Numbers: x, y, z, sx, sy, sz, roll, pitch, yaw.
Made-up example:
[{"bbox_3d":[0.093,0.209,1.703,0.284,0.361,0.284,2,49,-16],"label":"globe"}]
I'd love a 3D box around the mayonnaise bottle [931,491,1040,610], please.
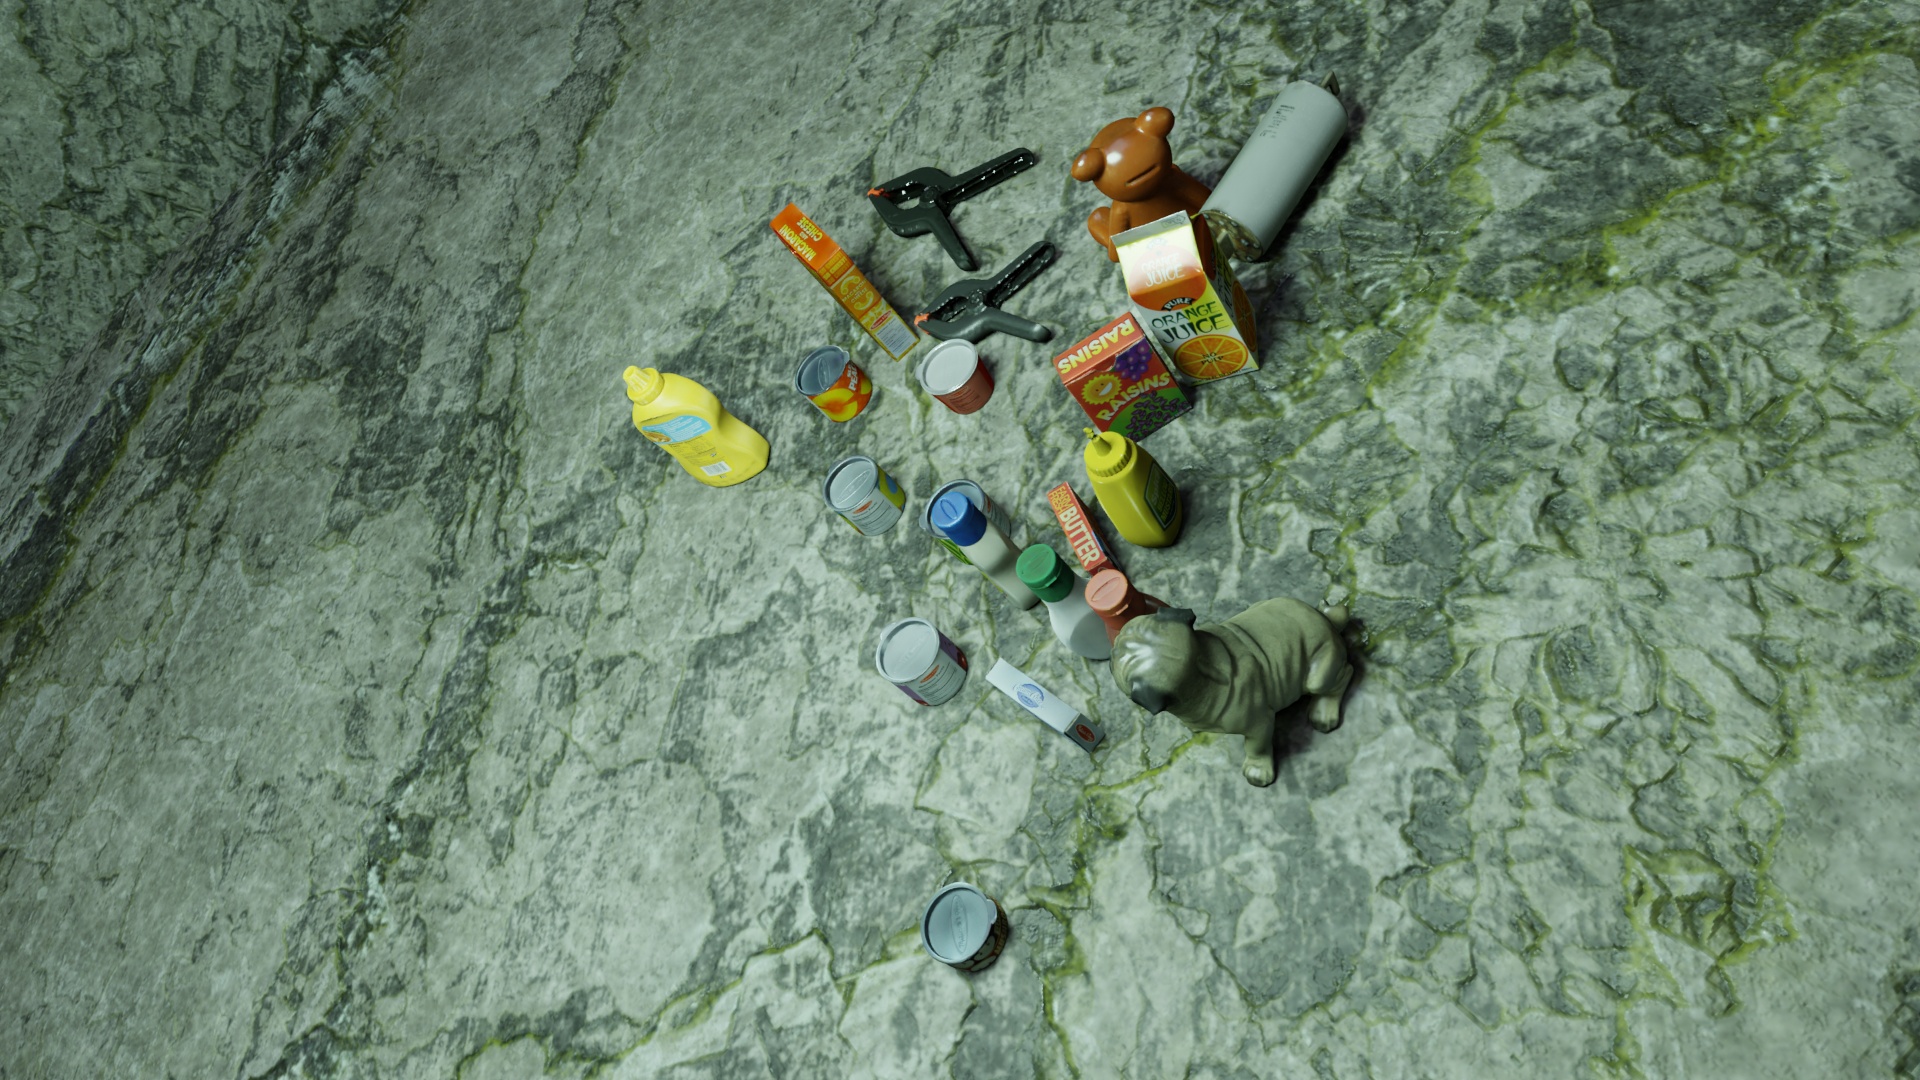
[{"bbox_3d":[0.025,0.007,1.254,0.041,0.147,0.065,-41,48,4],"label":"mayonnaise bottle"}]

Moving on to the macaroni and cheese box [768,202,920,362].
[{"bbox_3d":[-0.127,-0.281,1.522,0.040,0.166,0.124,-44,48,2],"label":"macaroni and cheese box"}]

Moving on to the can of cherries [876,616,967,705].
[{"bbox_3d":[-0.036,0.111,1.287,0.071,0.058,0.072,-16,54,24],"label":"can of cherries"}]

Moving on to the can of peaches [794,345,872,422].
[{"bbox_3d":[-0.138,-0.173,1.532,0.071,0.058,0.071,-16,54,24],"label":"can of peaches"}]

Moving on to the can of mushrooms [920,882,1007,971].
[{"bbox_3d":[0.005,0.319,1.145,0.071,0.033,0.071,-16,54,24],"label":"can of mushrooms"}]

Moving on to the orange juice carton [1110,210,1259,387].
[{"bbox_3d":[0.205,-0.226,1.258,0.071,0.192,0.073,-13,56,26],"label":"orange juice carton"}]

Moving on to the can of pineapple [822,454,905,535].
[{"bbox_3d":[-0.099,-0.047,1.428,0.071,0.057,0.071,-16,54,24],"label":"can of pineapple"}]

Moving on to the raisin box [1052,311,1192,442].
[{"bbox_3d":[0.151,-0.144,1.287,0.086,0.123,0.040,-31,50,13],"label":"raisin box"}]

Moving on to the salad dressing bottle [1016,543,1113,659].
[{"bbox_3d":[0.096,0.052,1.181,0.064,0.147,0.044,-41,48,4],"label":"salad dressing bottle"}]

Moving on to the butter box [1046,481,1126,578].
[{"bbox_3d":[0.116,-0.002,1.266,0.024,0.053,0.104,-33,49,11],"label":"butter box"}]

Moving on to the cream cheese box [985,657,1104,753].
[{"bbox_3d":[0.072,0.143,1.201,0.104,0.053,0.024,32,82,41],"label":"cream cheese box"}]

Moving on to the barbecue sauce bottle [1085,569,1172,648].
[{"bbox_3d":[0.148,0.073,1.134,0.065,0.148,0.044,-39,48,6],"label":"barbecue sauce bottle"}]

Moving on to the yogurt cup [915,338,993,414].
[{"bbox_3d":[-0.001,-0.168,1.445,0.072,0.054,0.073,-16,54,24],"label":"yogurt cup"}]

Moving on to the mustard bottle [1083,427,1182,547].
[{"bbox_3d":[0.145,-0.052,1.207,0.049,0.160,0.065,-1,62,32],"label":"mustard bottle"}]

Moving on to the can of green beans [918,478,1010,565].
[{"bbox_3d":[0.007,-0.017,1.342,0.071,0.057,0.071,-16,54,24],"label":"can of green beans"}]
